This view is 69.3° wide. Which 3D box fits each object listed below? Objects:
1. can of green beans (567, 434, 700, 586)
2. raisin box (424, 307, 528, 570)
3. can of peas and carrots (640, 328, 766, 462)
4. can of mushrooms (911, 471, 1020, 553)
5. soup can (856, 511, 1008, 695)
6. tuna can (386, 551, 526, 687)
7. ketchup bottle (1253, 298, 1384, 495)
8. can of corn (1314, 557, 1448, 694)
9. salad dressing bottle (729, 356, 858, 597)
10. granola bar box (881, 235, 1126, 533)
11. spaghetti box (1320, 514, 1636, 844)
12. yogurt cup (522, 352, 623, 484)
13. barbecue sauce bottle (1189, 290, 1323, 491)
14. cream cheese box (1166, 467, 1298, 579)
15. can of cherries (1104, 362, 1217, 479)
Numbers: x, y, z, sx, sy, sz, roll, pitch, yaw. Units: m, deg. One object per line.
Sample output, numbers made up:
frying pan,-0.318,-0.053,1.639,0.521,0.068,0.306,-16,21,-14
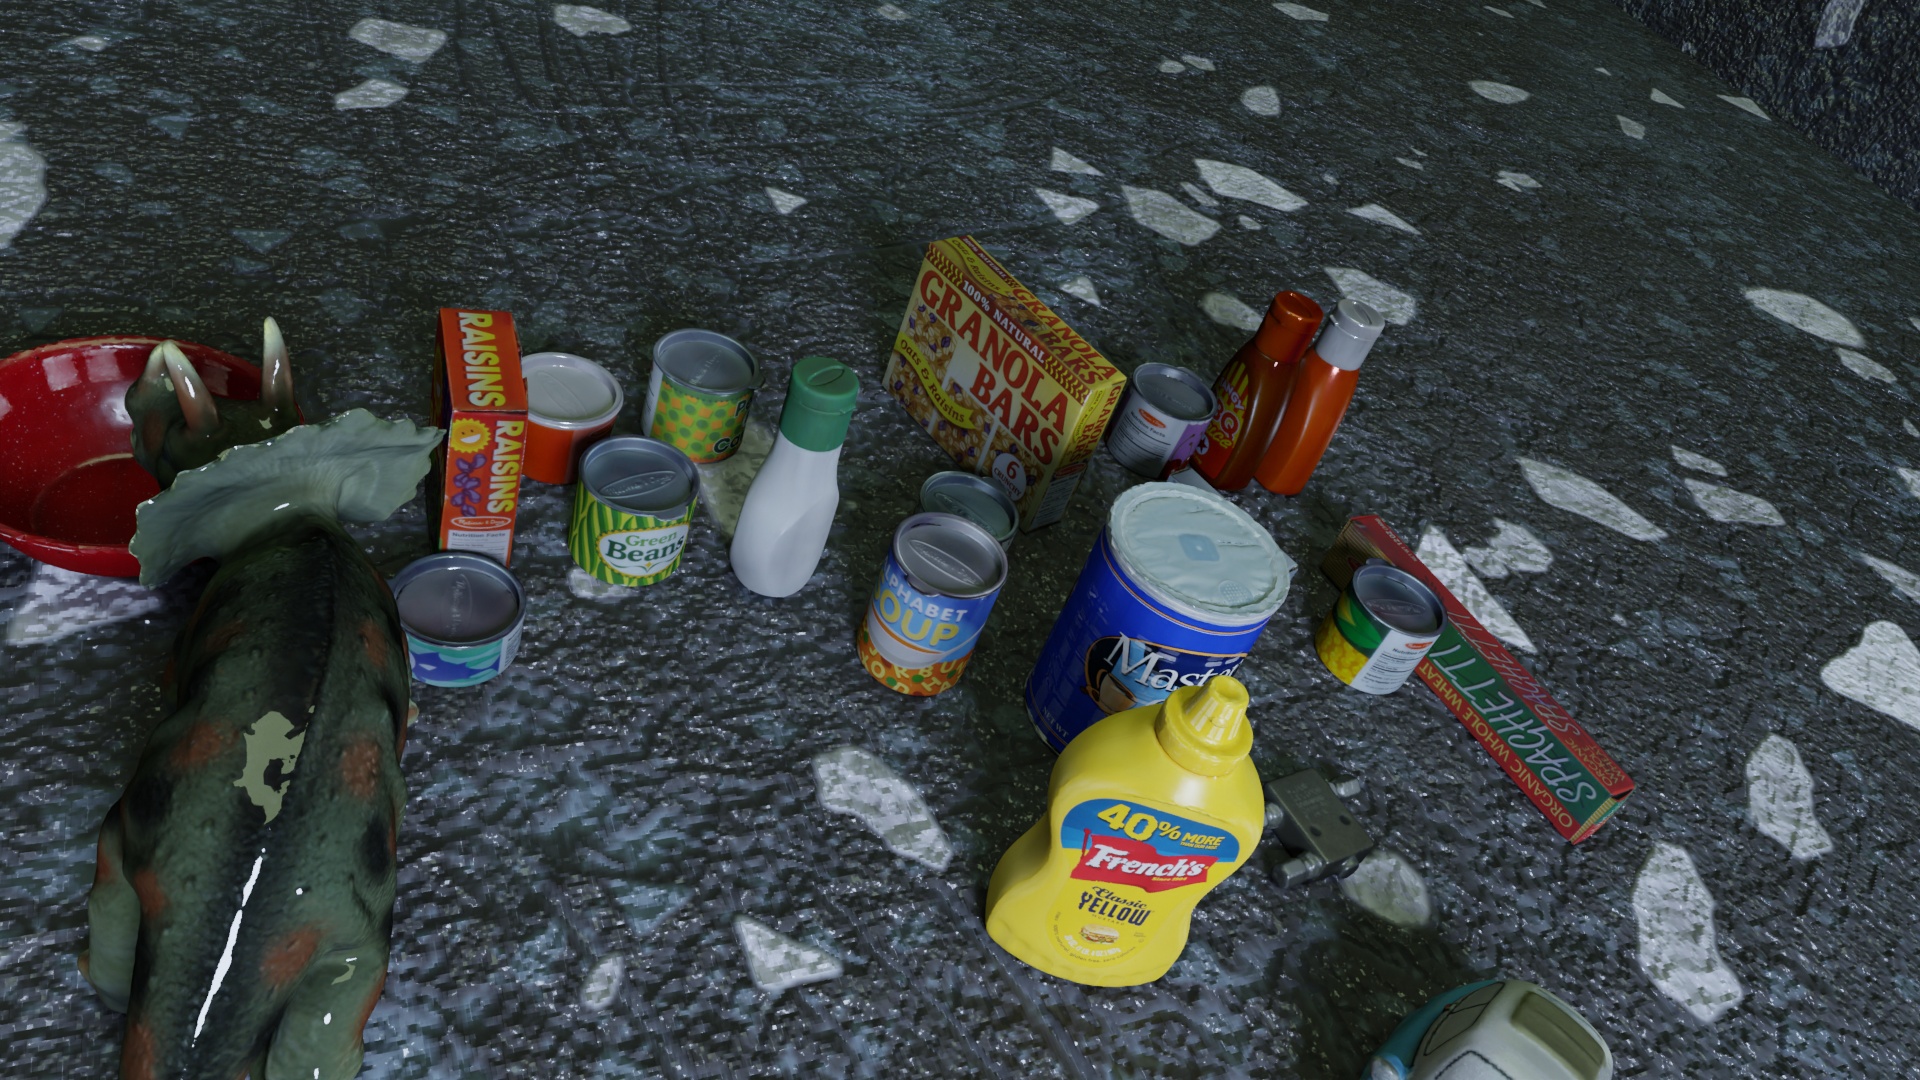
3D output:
can of green beans,-0.184,-0.016,0.780,0.071,0.057,0.071,13,40,-11
raisin box,-0.256,-0.048,0.731,0.040,0.122,0.086,0,44,-25
can of peas and carrots,-0.162,-0.090,0.873,0.071,0.058,0.071,13,40,-11
can of mushrooms,0.003,-0.011,0.880,0.071,0.033,0.071,13,40,-11
soup can,-0.019,0.037,0.775,0.071,0.083,0.072,13,40,-11
tuna can,-0.258,0.040,0.701,0.071,0.032,0.071,13,40,-11
ketchup bottle,0.258,-0.106,1.016,0.043,0.148,0.065,5,42,-20
can of corn,0.273,0.056,0.910,0.071,0.058,0.071,13,40,-11
salad dressing bottle,-0.091,-0.034,0.772,0.044,0.146,0.064,37,41,17
granola bar box,0.025,-0.105,0.926,0.039,0.123,0.166,-18,54,-39
spaghetti box,0.332,0.085,0.911,0.029,0.049,0.251,-10,49,-33
yogurt cup,-0.237,-0.070,0.819,0.072,0.053,0.073,13,40,-11
barbecue sauce bottle,0.211,-0.109,0.997,0.044,0.147,0.065,-1,44,-26
cream cheese box,0.171,0.005,0.924,0.024,0.053,0.104,-19,54,-39
can of cherries,0.147,-0.088,1.015,0.071,0.058,0.072,13,40,-11
